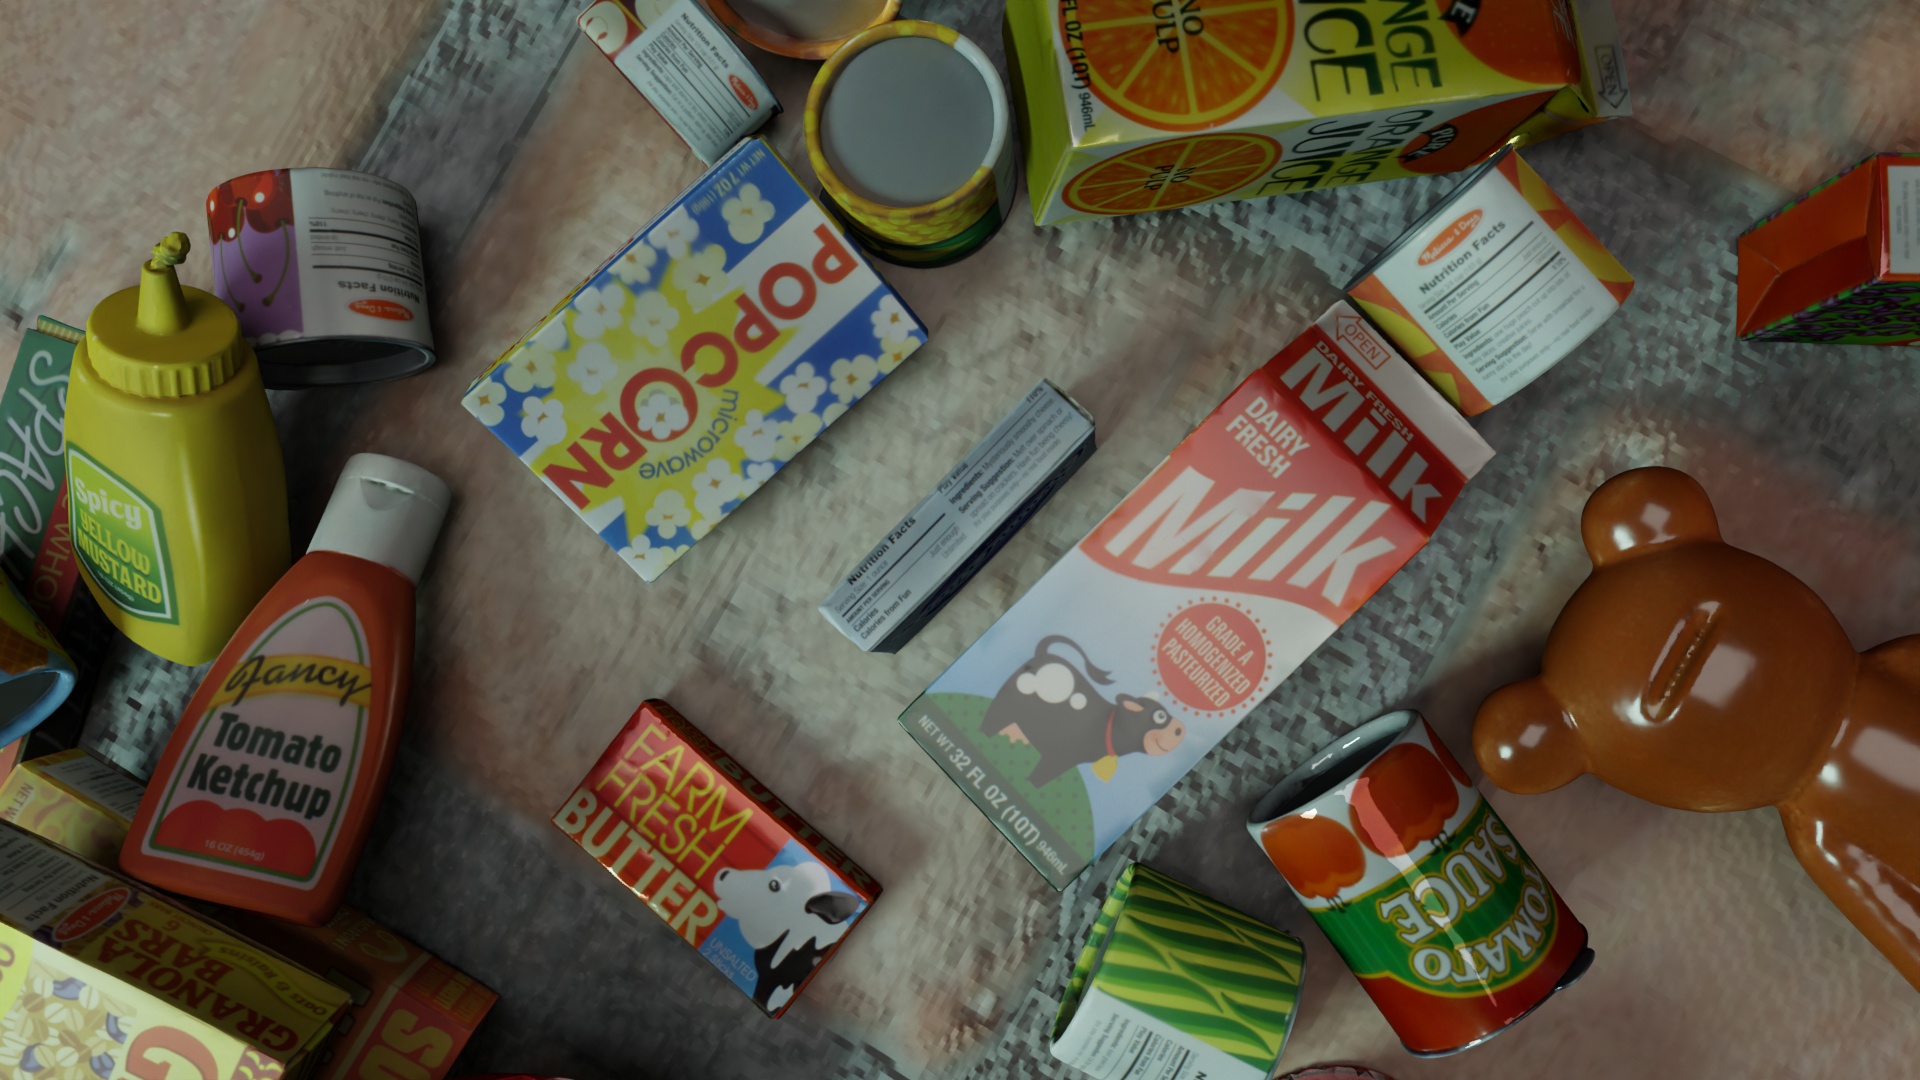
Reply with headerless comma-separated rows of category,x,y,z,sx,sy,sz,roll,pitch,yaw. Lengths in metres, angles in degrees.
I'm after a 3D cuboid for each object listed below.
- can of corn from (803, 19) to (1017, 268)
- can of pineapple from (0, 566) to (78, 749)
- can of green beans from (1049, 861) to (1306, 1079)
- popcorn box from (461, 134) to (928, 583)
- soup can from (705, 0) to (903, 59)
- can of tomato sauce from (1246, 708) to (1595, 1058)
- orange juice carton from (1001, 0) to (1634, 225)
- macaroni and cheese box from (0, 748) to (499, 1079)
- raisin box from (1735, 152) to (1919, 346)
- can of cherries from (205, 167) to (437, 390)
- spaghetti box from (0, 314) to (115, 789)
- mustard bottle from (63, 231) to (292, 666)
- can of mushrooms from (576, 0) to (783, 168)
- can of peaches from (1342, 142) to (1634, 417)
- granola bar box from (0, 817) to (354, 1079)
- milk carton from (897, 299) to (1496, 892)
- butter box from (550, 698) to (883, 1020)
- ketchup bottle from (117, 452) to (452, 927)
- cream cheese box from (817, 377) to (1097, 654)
can of corn,-0.017,-0.128,0.460,0.071,0.058,0.071,0,86,4
can of pineapple,-0.326,0.036,0.439,0.071,0.071,0.058,-39,87,1
can of green beans,0.067,0.142,0.433,0.058,0.071,0.071,25,89,6
popcorn box,-0.085,-0.059,0.455,0.126,0.038,0.085,-41,111,1
soup can,-0.046,-0.209,0.451,0.071,0.071,0.084,0,65,4
can of tomato sauce,0.140,0.103,0.428,0.071,0.071,0.083,-36,84,2
orange juice carton,0.116,-0.156,0.438,0.193,0.073,0.072,-9,85,-5
macaroni and cheese box,-0.259,0.165,0.456,0.166,0.040,0.124,32,87,-4
raisin box,0.317,-0.084,0.419,0.123,0.086,0.040,2,86,4
can of cherries,-0.217,-0.086,0.469,0.071,0.071,0.058,-9,86,4
spaghetti box,-0.335,0.048,0.487,0.050,0.028,0.250,18,88,4
mustard bottle,-0.245,-0.030,0.432,0.065,0.049,0.159,32,132,9
can of mushrooms,-0.094,-0.159,0.465,0.033,0.071,0.071,-43,85,2
can of peaches,0.166,-0.081,0.440,0.071,0.071,0.058,-42,89,1
granola bar box,-0.266,0.175,0.400,0.124,0.039,0.165,28,104,-2
milk carton,0.075,0.013,0.437,0.190,0.073,0.072,-43,85,1
butter box,-0.082,0.105,0.467,0.103,0.024,0.053,40,91,5
ketchup bottle,-0.208,0.044,0.449,0.065,0.043,0.149,18,65,-12
cream cheese box,0.002,-0.006,0.453,0.024,0.053,0.104,45,90,7
